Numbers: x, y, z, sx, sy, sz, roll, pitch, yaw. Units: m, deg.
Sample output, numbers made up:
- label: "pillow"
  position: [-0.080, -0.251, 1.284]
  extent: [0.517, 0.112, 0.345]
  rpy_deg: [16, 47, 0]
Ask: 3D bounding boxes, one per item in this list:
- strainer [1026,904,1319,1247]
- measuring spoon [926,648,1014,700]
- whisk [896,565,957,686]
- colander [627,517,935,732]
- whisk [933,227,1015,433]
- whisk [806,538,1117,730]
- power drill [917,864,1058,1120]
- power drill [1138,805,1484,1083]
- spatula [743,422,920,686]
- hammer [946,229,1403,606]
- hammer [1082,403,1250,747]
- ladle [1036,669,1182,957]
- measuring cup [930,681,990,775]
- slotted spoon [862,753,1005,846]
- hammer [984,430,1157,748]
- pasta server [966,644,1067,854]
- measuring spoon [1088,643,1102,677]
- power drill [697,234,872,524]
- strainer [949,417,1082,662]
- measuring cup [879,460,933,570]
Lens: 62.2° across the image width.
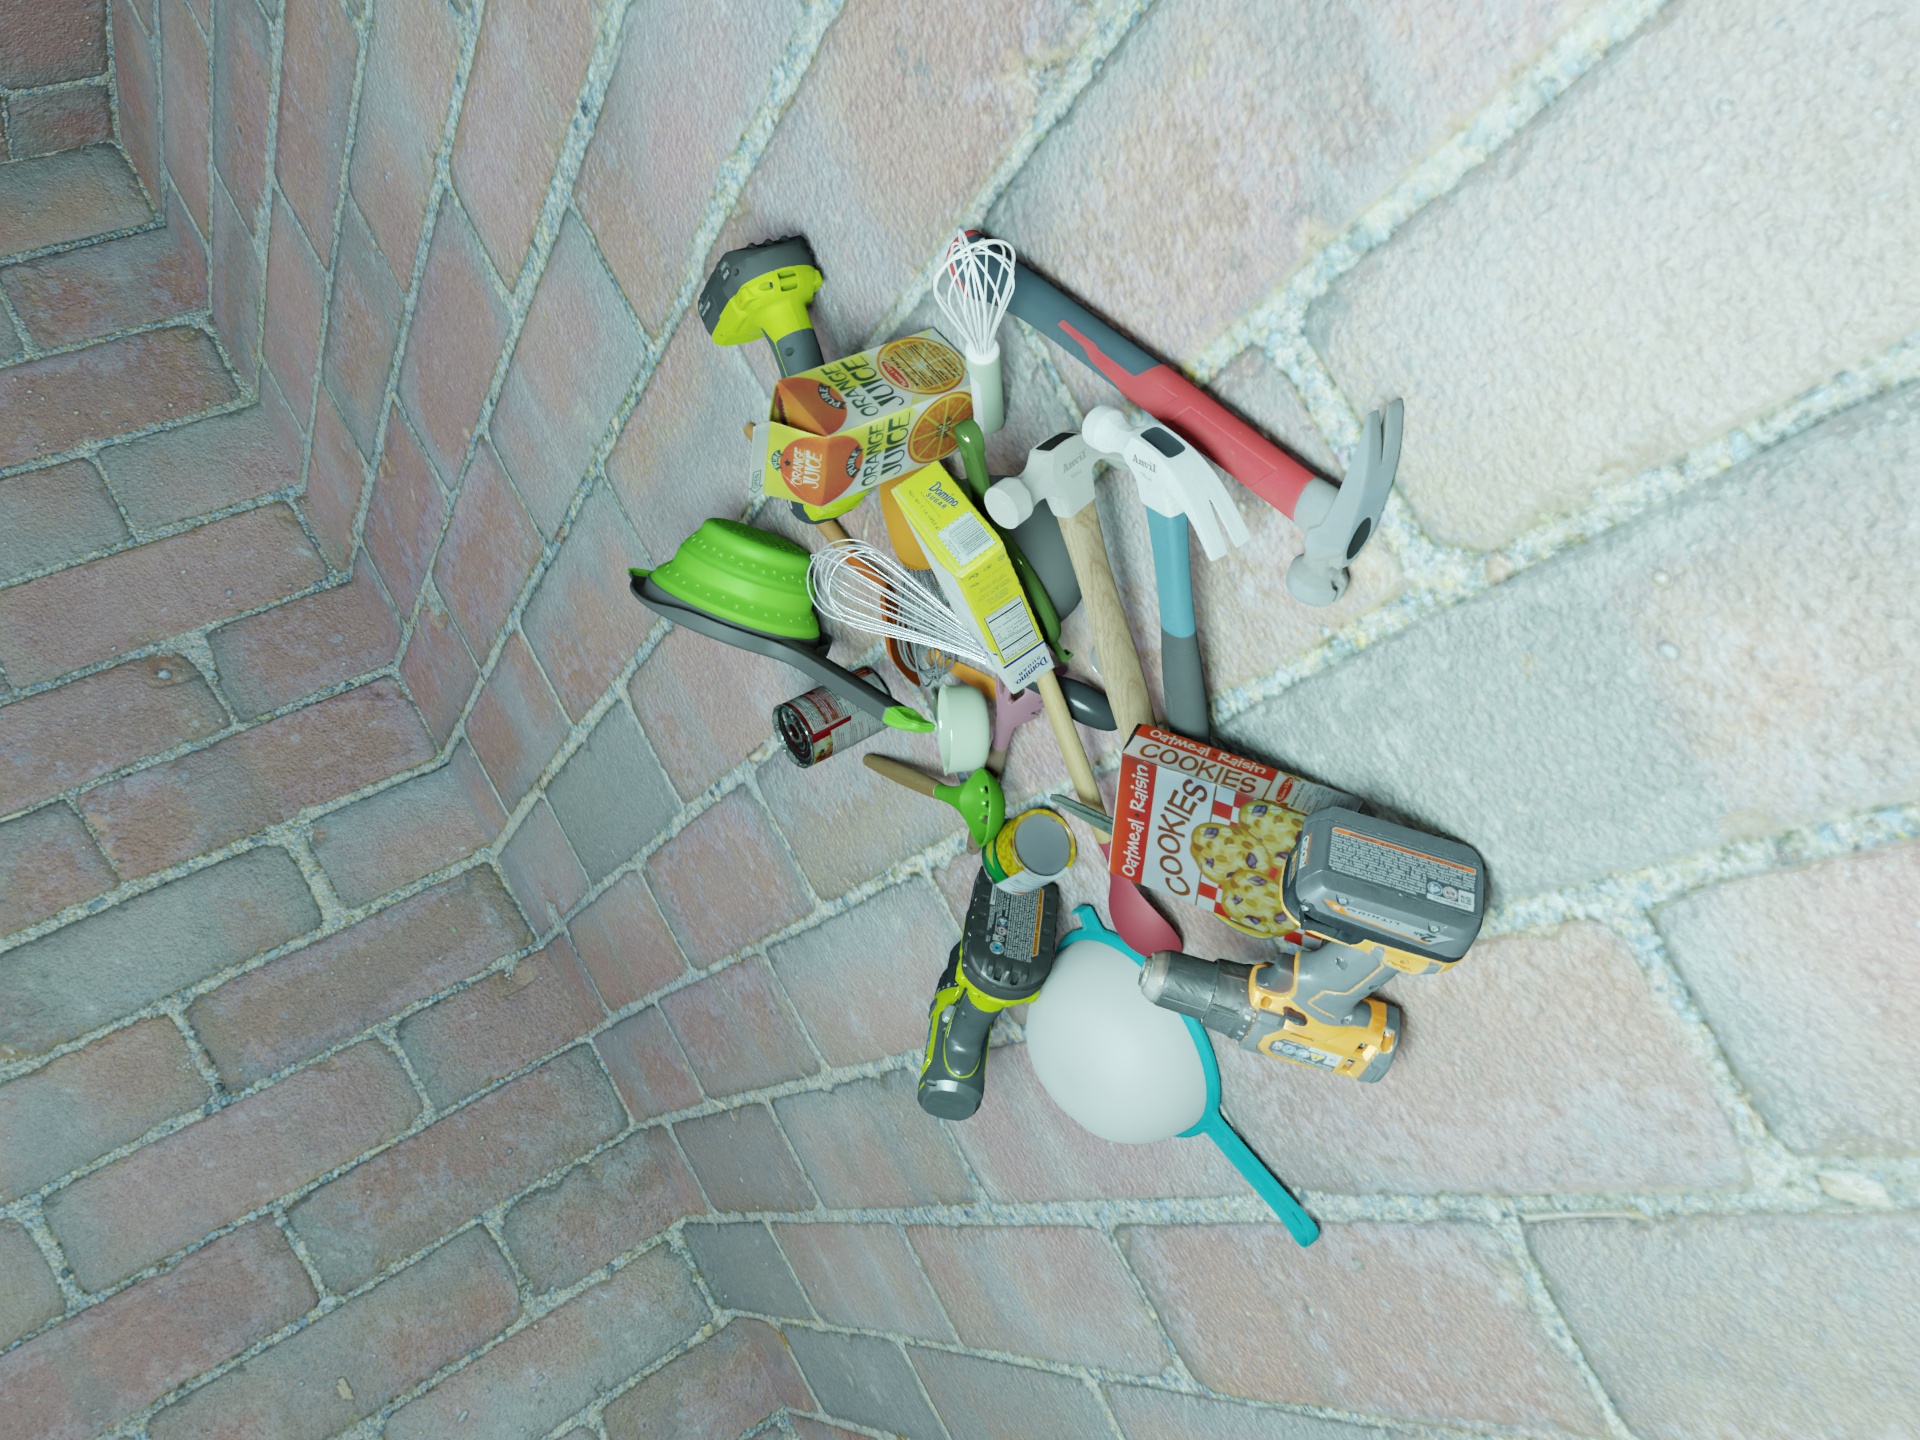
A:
- label: "strainer"
  position: [0.163, 0.339, 1.387]
  extent: [0.341, 0.095, 0.210]
  rpy_deg: [47, 146, 29]
- label: "measuring spoon"
  position: [0.006, -0.037, 1.418]
  extent: [0.117, 0.011, 0.021]
  rpy_deg: [30, 137, 42]
- label: "whisk"
  position: [-0.044, -0.143, 1.383]
  extent: [0.055, 0.055, 0.238]
  rpy_deg: [16, 122, 52]
- label: "colander"
  position: [-0.155, -0.104, 1.506]
  extent: [0.397, 0.204, 0.094]
  rpy_deg: [31, 105, 37]
- label: "whisk"
  position: [0.014, -0.265, 1.121]
  extent: [0.058, 0.059, 0.246]
  rpy_deg: [63, 176, 17]
- label: "whisk"
  position: [0.004, -0.064, 1.273]
  extent: [0.284, 0.070, 0.070]
  rpy_deg: [29, 143, 4]
- label: "power drill"
  position: [0.021, 0.240, 1.492]
  extent: [0.080, 0.191, 0.228]
  rpy_deg: [16, 134, -6]
- label: "power drill"
  position: [0.232, 0.156, 1.080]
  extent: [0.185, 0.084, 0.226]
  rpy_deg: [17, 139, 2]
- label: "spatula"
  position: [-0.123, -0.166, 1.489]
  extent: [0.323, 0.041, 0.081]
  rpy_deg: [52, -177, 24]
- label: "hammer"
  position: [0.124, -0.238, 1.051]
  extent: [0.387, 0.038, 0.143]
  rpy_deg: [44, 144, 30]
- label: "hammer"
  position: [0.153, -0.055, 1.111]
  extent: [0.128, 0.033, 0.330]
  rpy_deg: [38, 151, 44]
- label: "ladle"
  position: [0.110, 0.074, 1.280]
  extent: [0.069, 0.031, 0.315]
  rpy_deg: [8, 128, 49]
- label: "measuring cup"
  position: [-0.002, -0.005, 1.412]
  extent: [0.168, 0.038, 0.083]
  rpy_deg: [-117, 25, -74]
- label: "slotted spoon"
  position: [-0.029, 0.060, 1.498]
  extent: [0.314, 0.031, 0.070]
  rpy_deg: [-163, 74, -64]
- label: "hammer"
  position: [0.113, -0.059, 1.157]
  extent: [0.031, 0.130, 0.331]
  rpy_deg: [19, 140, 44]
- label: "pasta server"
  position: [0.037, 0.032, 1.413]
  extent: [0.060, 0.040, 0.316]
  rpy_deg: [41, 149, 19]
- label: "measuring spoon"
  position: [0.135, -0.010, 1.243]
  extent: [0.034, 0.018, 0.124]
  rpy_deg: [-4, 117, 46]
- label: "power drill"
  position: [-0.143, -0.284, 1.372]
  extent: [0.171, 0.080, 0.223]
  rpy_deg: [-27, 85, 64]
- label: "strainer"
  position: [0.043, -0.156, 1.153]
  extent: [0.152, 0.069, 0.256]
  rpy_deg: [53, 174, 23]
- label: "measuring cup"
  position: [-0.023, -0.135, 1.323]
  extent: [0.095, 0.052, 0.173]
  rpy_deg: [-98, -8, -51]
